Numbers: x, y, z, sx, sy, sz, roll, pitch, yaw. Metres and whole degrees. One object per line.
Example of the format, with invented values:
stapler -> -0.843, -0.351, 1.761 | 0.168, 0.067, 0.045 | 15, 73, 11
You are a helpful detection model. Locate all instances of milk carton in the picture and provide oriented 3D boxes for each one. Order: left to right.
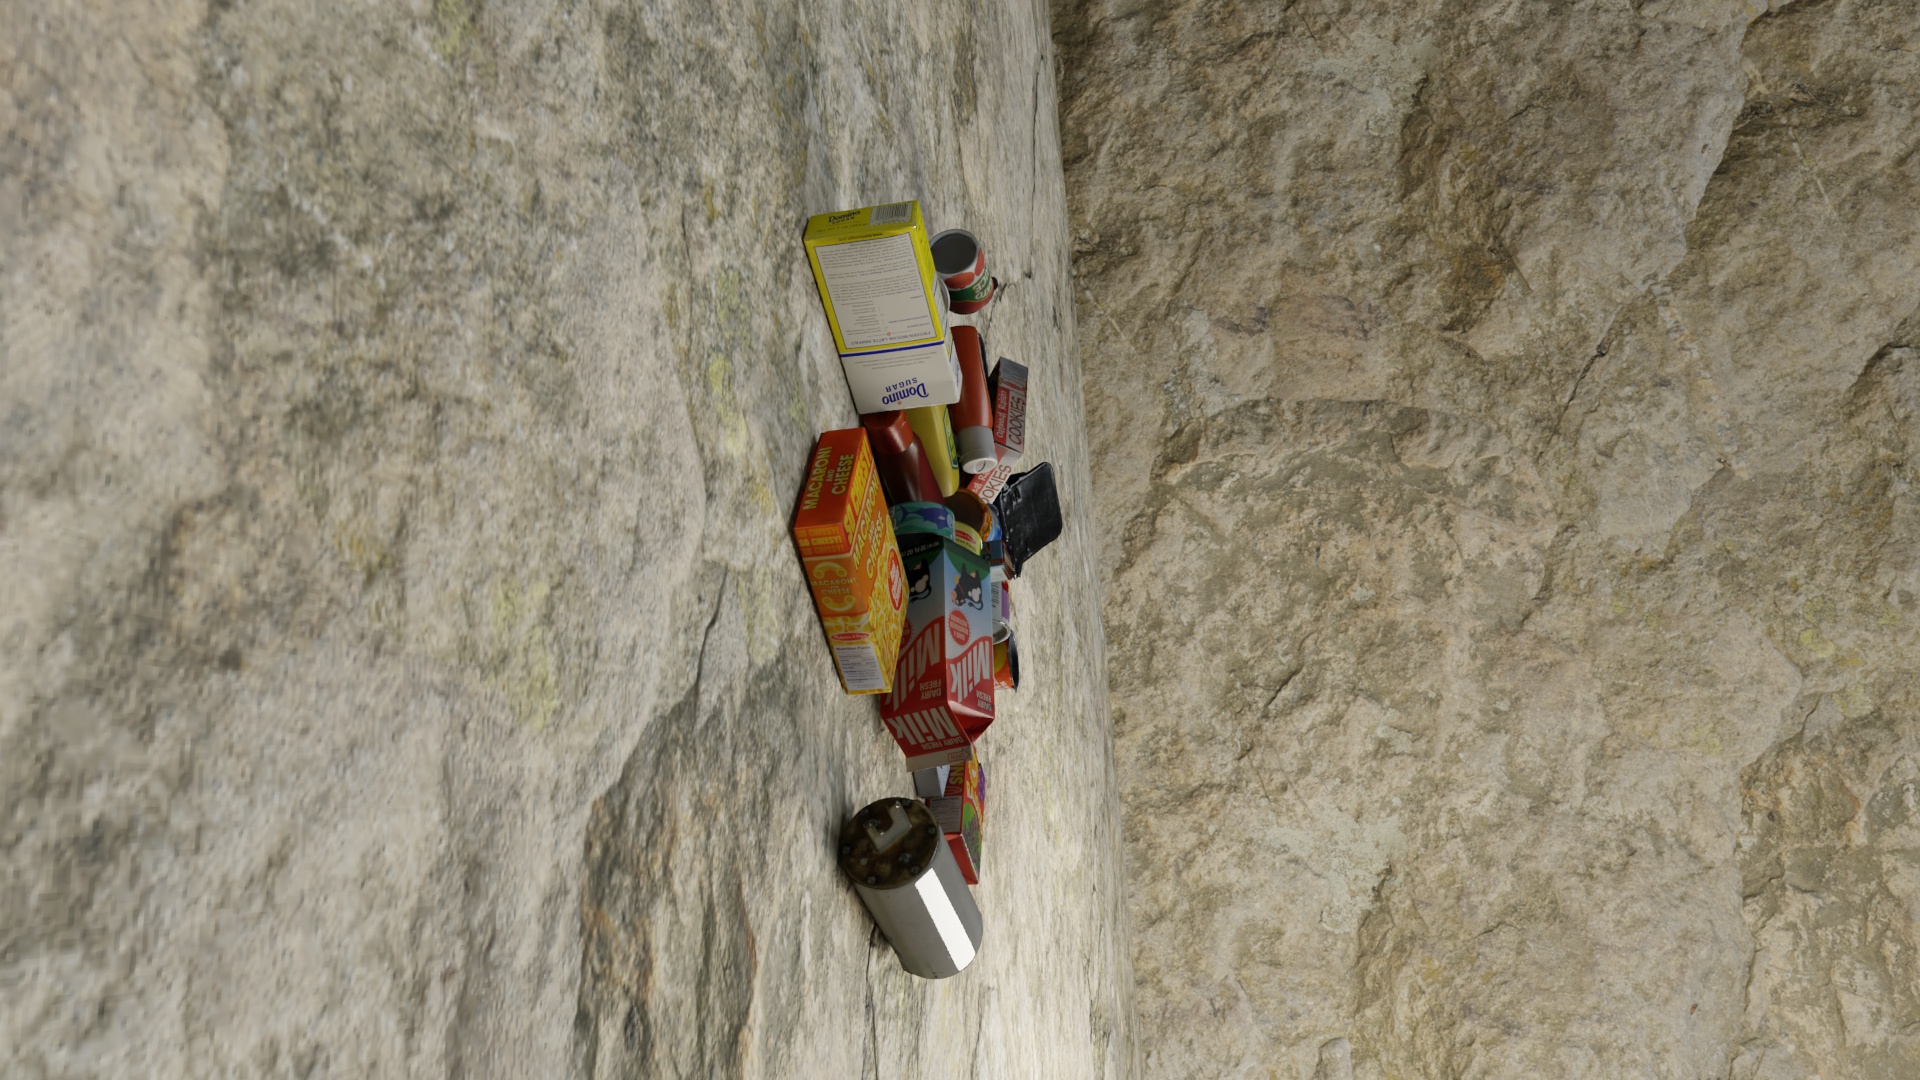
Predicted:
milk carton -> -0.020, 0.102, 1.197 | 0.073, 0.072, 0.191 | 29, 52, -48

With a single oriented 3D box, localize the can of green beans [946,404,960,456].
can of green beans -> -0.002, -0.132, 1.495 | 0.058, 0.071, 0.071 | -82, 162, -51

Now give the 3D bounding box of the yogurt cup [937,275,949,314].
yogurt cup -> -0.044, -0.234, 1.346 | 0.054, 0.072, 0.072 | -90, 171, -74

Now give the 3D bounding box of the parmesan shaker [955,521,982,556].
parmesan shaker -> -0.018, 0.039, 1.329 | 0.071, 0.071, 0.103 | 73, 16, -45

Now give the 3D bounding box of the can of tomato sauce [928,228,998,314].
can of tomato sauce -> 0.001, -0.311, 1.605 | 0.083, 0.071, 0.071 | 60, 26, -65

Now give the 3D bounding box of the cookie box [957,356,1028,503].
cookie box -> 0.031, -0.112, 1.571 | 0.168, 0.040, 0.122 | -84, -160, -49

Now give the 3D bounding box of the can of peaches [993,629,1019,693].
can of peaches -> 0.032, 0.137, 1.542 | 0.071, 0.058, 0.071 | -8, 92, -80

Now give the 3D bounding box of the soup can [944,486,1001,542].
soup can -> 0.005, -0.018, 1.459 | 0.083, 0.071, 0.071 | 44, 41, -73

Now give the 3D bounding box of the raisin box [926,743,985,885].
raisin box -> -0.004, 0.255, 1.334 | 0.124, 0.040, 0.085 | -86, 164, -47

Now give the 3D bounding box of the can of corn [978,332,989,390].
can of corn -> -0.002, -0.193, 1.550 | 0.071, 0.058, 0.071 | -8, 92, -80

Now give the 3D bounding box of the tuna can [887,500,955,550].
tuna can -> -0.040, -0.007, 1.237 | 0.071, 0.071, 0.033 | 63, 22, -62

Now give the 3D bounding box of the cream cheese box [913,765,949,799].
cream cheese box -> -0.032, 0.178, 1.272 | 0.053, 0.024, 0.103 | -72, 154, -68

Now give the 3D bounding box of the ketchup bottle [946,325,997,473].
ketchup bottle -> 0.007, -0.142, 1.419 | 0.064, 0.043, 0.149 | 111, -29, -66

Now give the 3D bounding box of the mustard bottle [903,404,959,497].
mustard bottle -> -0.036, -0.120, 1.355 | 0.065, 0.049, 0.159 | -87, 167, -63

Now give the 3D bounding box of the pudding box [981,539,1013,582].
pudding box -> 0.008, 0.025, 1.413 | 0.049, 0.084, 0.030 | 57, 26, -67

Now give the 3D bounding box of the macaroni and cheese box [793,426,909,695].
macaroni and cheese box -> -0.081, 0.016, 1.064 | 0.124, 0.040, 0.165 | -82, 163, -51

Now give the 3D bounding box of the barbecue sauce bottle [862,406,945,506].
barbecue sauce bottle -> -0.051, -0.068, 1.263 | 0.148, 0.043, 0.065 | 69, 18, -51

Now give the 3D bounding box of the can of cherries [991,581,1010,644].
can of cherries -> 0.020, 0.075, 1.498 | 0.071, 0.071, 0.058 | 67, 19, -58
